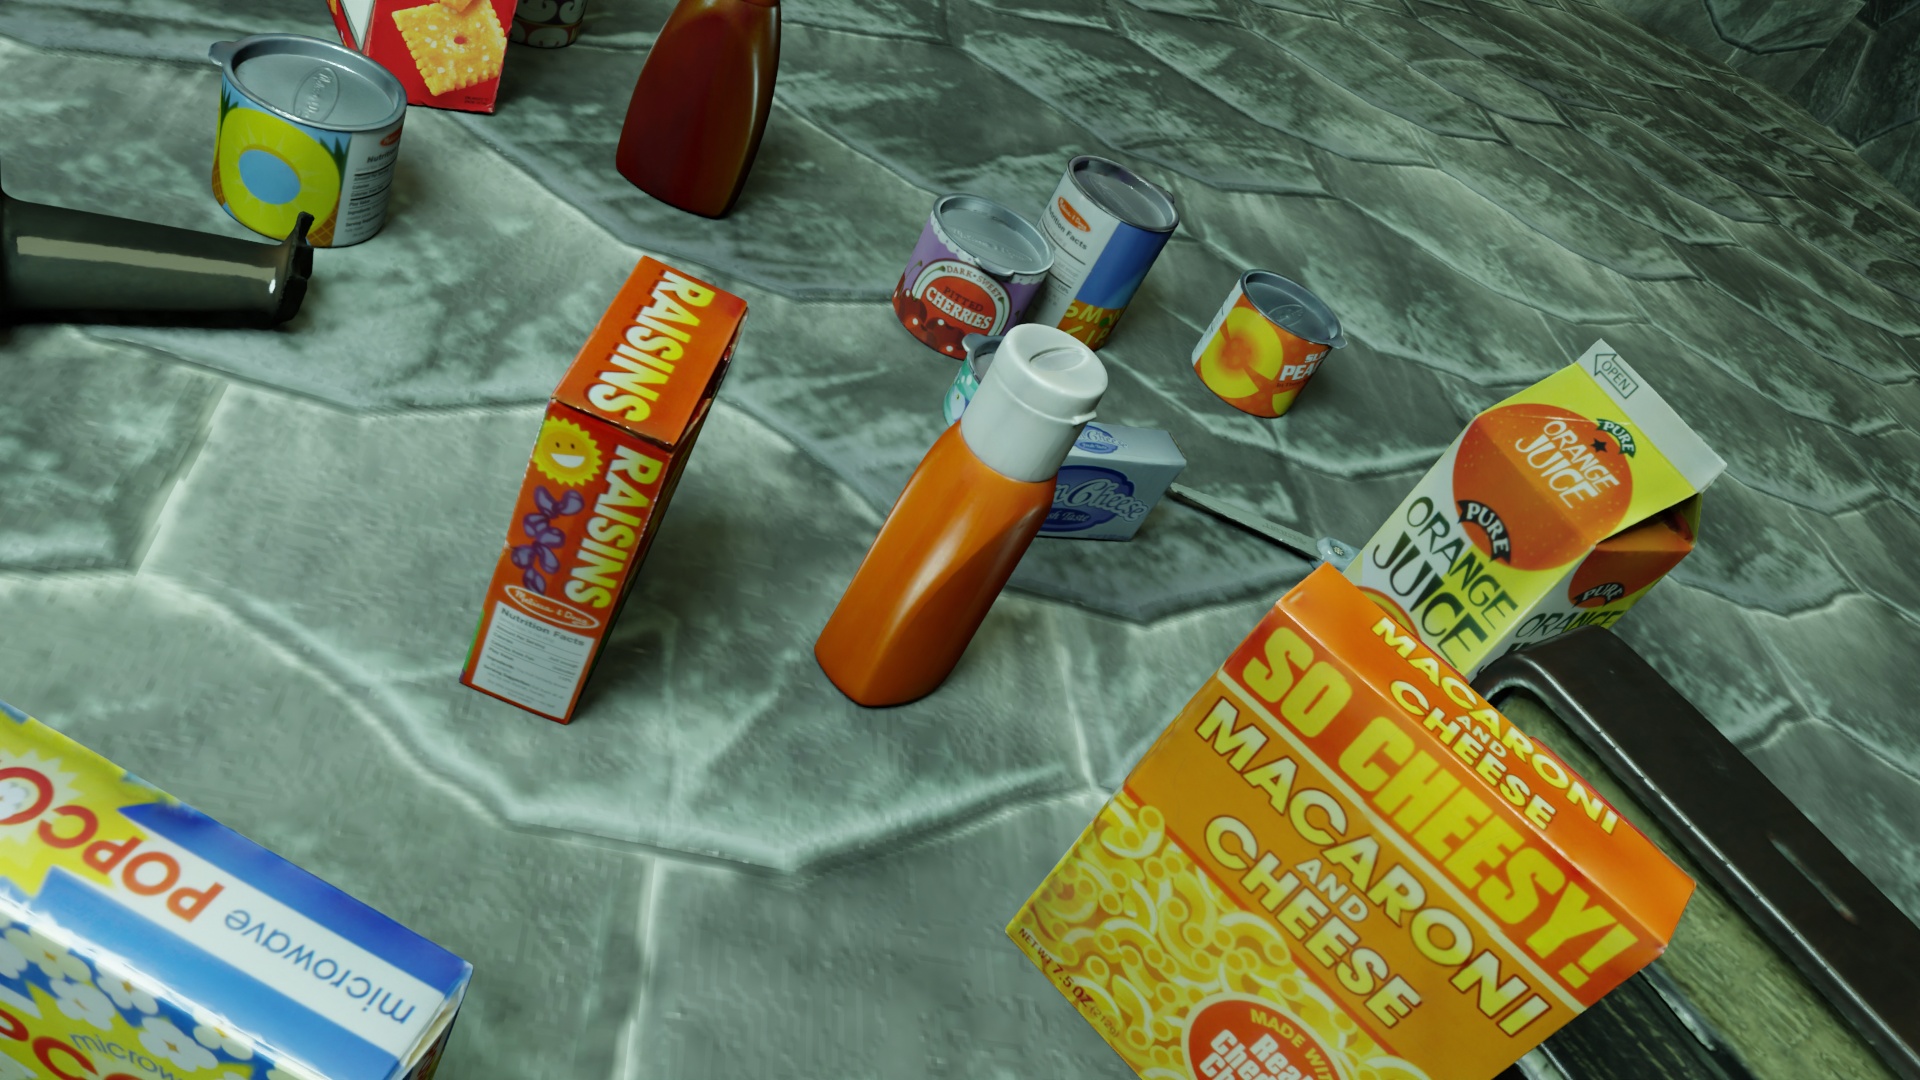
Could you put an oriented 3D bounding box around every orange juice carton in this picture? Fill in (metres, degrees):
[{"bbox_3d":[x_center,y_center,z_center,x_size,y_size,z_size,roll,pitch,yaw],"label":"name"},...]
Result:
[{"bbox_3d":[0.220,0.013,0.569,0.073,0.191,0.072,0,46,-34],"label":"orange juice carton"}]

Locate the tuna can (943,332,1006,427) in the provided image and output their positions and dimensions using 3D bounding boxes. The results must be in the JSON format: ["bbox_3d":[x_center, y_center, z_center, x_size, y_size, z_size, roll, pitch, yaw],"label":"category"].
[{"bbox_3d":[0.025,-0.066,0.661,0.071,0.032,0.071,19,38,-15],"label":"tuna can"}]

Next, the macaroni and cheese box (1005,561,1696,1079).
[{"bbox_3d":[0.100,0.106,0.402,0.124,0.165,0.040,44,39,17],"label":"macaroni and cheese box"}]

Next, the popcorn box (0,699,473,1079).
[{"bbox_3d":[-0.175,0.096,0.295,0.127,0.084,0.038,30,37,-1],"label":"popcorn box"}]

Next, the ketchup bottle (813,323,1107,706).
[{"bbox_3d":[0.002,-0.006,0.480,0.043,0.148,0.065,46,39,19],"label":"ketchup bottle"}]

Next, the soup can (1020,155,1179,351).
[{"bbox_3d":[0.071,-0.154,0.752,0.071,0.083,0.072,19,38,-15],"label":"soup can"}]

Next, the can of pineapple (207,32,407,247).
[{"bbox_3d":[-0.262,-0.160,0.554,0.071,0.057,0.071,19,38,-15],"label":"can of pineapple"}]

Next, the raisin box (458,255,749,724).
[{"bbox_3d":[-0.111,-0.015,0.435,0.040,0.122,0.086,24,37,-9],"label":"raisin box"}]

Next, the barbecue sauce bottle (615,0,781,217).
[{"bbox_3d":[-0.115,-0.230,0.659,0.065,0.147,0.044,25,37,-7],"label":"barbecue sauce bottle"}]

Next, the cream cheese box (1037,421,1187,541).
[{"bbox_3d":[0.044,-0.027,0.612,0.104,0.053,0.024,4,44,-31],"label":"cream cheese box"}]

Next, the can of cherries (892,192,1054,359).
[{"bbox_3d":[0.005,-0.132,0.702,0.071,0.058,0.072,19,38,-15],"label":"can of cherries"}]

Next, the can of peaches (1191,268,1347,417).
[{"bbox_3d":[0.176,-0.111,0.794,0.071,0.057,0.071,19,38,-15],"label":"can of peaches"}]

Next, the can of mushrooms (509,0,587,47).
[{"bbox_3d":[-0.234,-0.299,0.754,0.071,0.033,0.071,19,38,-15],"label":"can of mushrooms"}]
